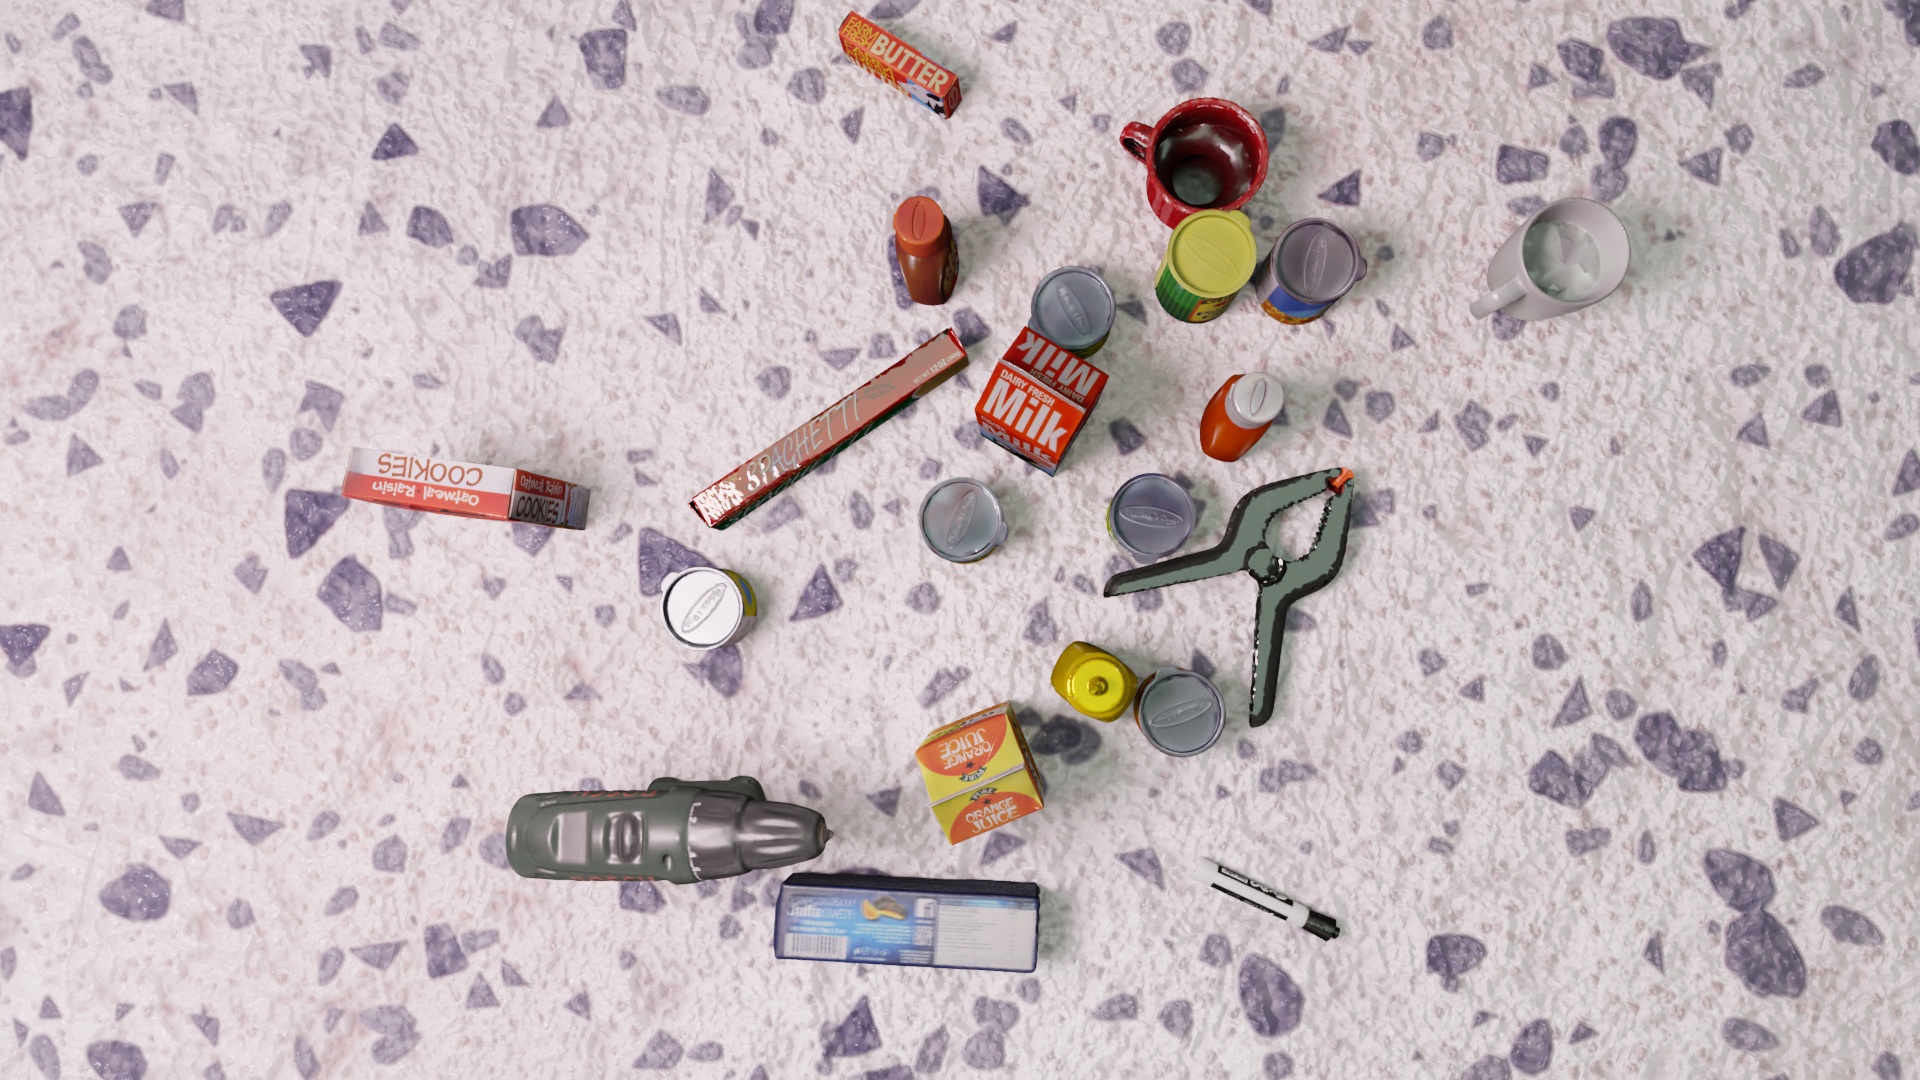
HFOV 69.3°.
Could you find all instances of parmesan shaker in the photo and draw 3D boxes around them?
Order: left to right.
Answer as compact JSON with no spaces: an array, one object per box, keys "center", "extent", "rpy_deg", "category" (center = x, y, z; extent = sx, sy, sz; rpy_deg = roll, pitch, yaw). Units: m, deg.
[{"center":[0.190,-0.211,1.076],"extent":[0.071,0.103,0.071],"rpy_deg":[0,87,3],"category":"parmesan shaker"}]

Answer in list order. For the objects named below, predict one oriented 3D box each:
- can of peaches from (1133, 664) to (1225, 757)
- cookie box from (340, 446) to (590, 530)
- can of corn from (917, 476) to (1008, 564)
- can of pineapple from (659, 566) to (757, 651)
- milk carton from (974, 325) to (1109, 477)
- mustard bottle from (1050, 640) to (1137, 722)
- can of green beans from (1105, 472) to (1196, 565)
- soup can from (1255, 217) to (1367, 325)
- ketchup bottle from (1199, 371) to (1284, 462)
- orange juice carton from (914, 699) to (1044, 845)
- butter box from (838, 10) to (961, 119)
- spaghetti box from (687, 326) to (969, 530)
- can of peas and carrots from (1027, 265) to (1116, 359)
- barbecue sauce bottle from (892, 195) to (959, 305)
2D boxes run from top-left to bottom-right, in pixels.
[{"center":[0.168,0.130,1.079],"extent":[0.071,0.058,0.071],"rpy_deg":[0,87,3],"category":"can of peaches"},{"center":[-0.371,-0.036,1.060],"extent":[0.123,0.167,0.040],"rpy_deg":[7,88,3],"category":"cookie box"},{"center":[0.004,-0.014,1.096],"extent":[0.071,0.058,0.071],"rpy_deg":[0,87,3],"category":"can of corn"},{"center":[-0.200,0.052,1.101],"extent":[0.071,0.058,0.071],"rpy_deg":[0,87,3],"category":"can of pineapple"},{"center":[0.059,-0.102,1.032],"extent":[0.072,0.190,0.073],"rpy_deg":[31,89,4],"category":"milk carton"},{"center":[0.102,0.106,1.033],"extent":[0.065,0.160,0.049],"rpy_deg":[31,89,4],"category":"mustard bottle"},{"center":[0.148,-0.018,1.089],"extent":[0.071,0.058,0.071],"rpy_deg":[0,87,3],"category":"can of green beans"},{"center":[0.271,-0.207,1.082],"extent":[0.071,0.084,0.071],"rpy_deg":[0,87,3],"category":"soup can"},{"center":[0.211,-0.097,1.045],"extent":[0.043,0.149,0.064],"rpy_deg":[17,88,4],"category":"ketchup bottle"},{"center":[0.015,0.168,1.017],"extent":[0.072,0.192,0.073],"rpy_deg":[-22,86,2],"category":"orange juice carton"},{"center":[-0.049,-0.383,1.123],"extent":[0.103,0.053,0.024],"rpy_deg":[33,89,4],"category":"butter box"},{"center":[-0.103,-0.087,1.109],"extent":[0.250,0.050,0.028],"rpy_deg":[-34,86,0],"category":"spaghetti box"},{"center":[0.087,-0.177,1.101],"extent":[0.071,0.058,0.071],"rpy_deg":[0,87,3],"category":"can of peas and carrots"},{"center":[-0.027,-0.225,1.065],"extent":[0.044,0.148,0.065],"rpy_deg":[6,87,3],"category":"barbecue sauce bottle"}]
